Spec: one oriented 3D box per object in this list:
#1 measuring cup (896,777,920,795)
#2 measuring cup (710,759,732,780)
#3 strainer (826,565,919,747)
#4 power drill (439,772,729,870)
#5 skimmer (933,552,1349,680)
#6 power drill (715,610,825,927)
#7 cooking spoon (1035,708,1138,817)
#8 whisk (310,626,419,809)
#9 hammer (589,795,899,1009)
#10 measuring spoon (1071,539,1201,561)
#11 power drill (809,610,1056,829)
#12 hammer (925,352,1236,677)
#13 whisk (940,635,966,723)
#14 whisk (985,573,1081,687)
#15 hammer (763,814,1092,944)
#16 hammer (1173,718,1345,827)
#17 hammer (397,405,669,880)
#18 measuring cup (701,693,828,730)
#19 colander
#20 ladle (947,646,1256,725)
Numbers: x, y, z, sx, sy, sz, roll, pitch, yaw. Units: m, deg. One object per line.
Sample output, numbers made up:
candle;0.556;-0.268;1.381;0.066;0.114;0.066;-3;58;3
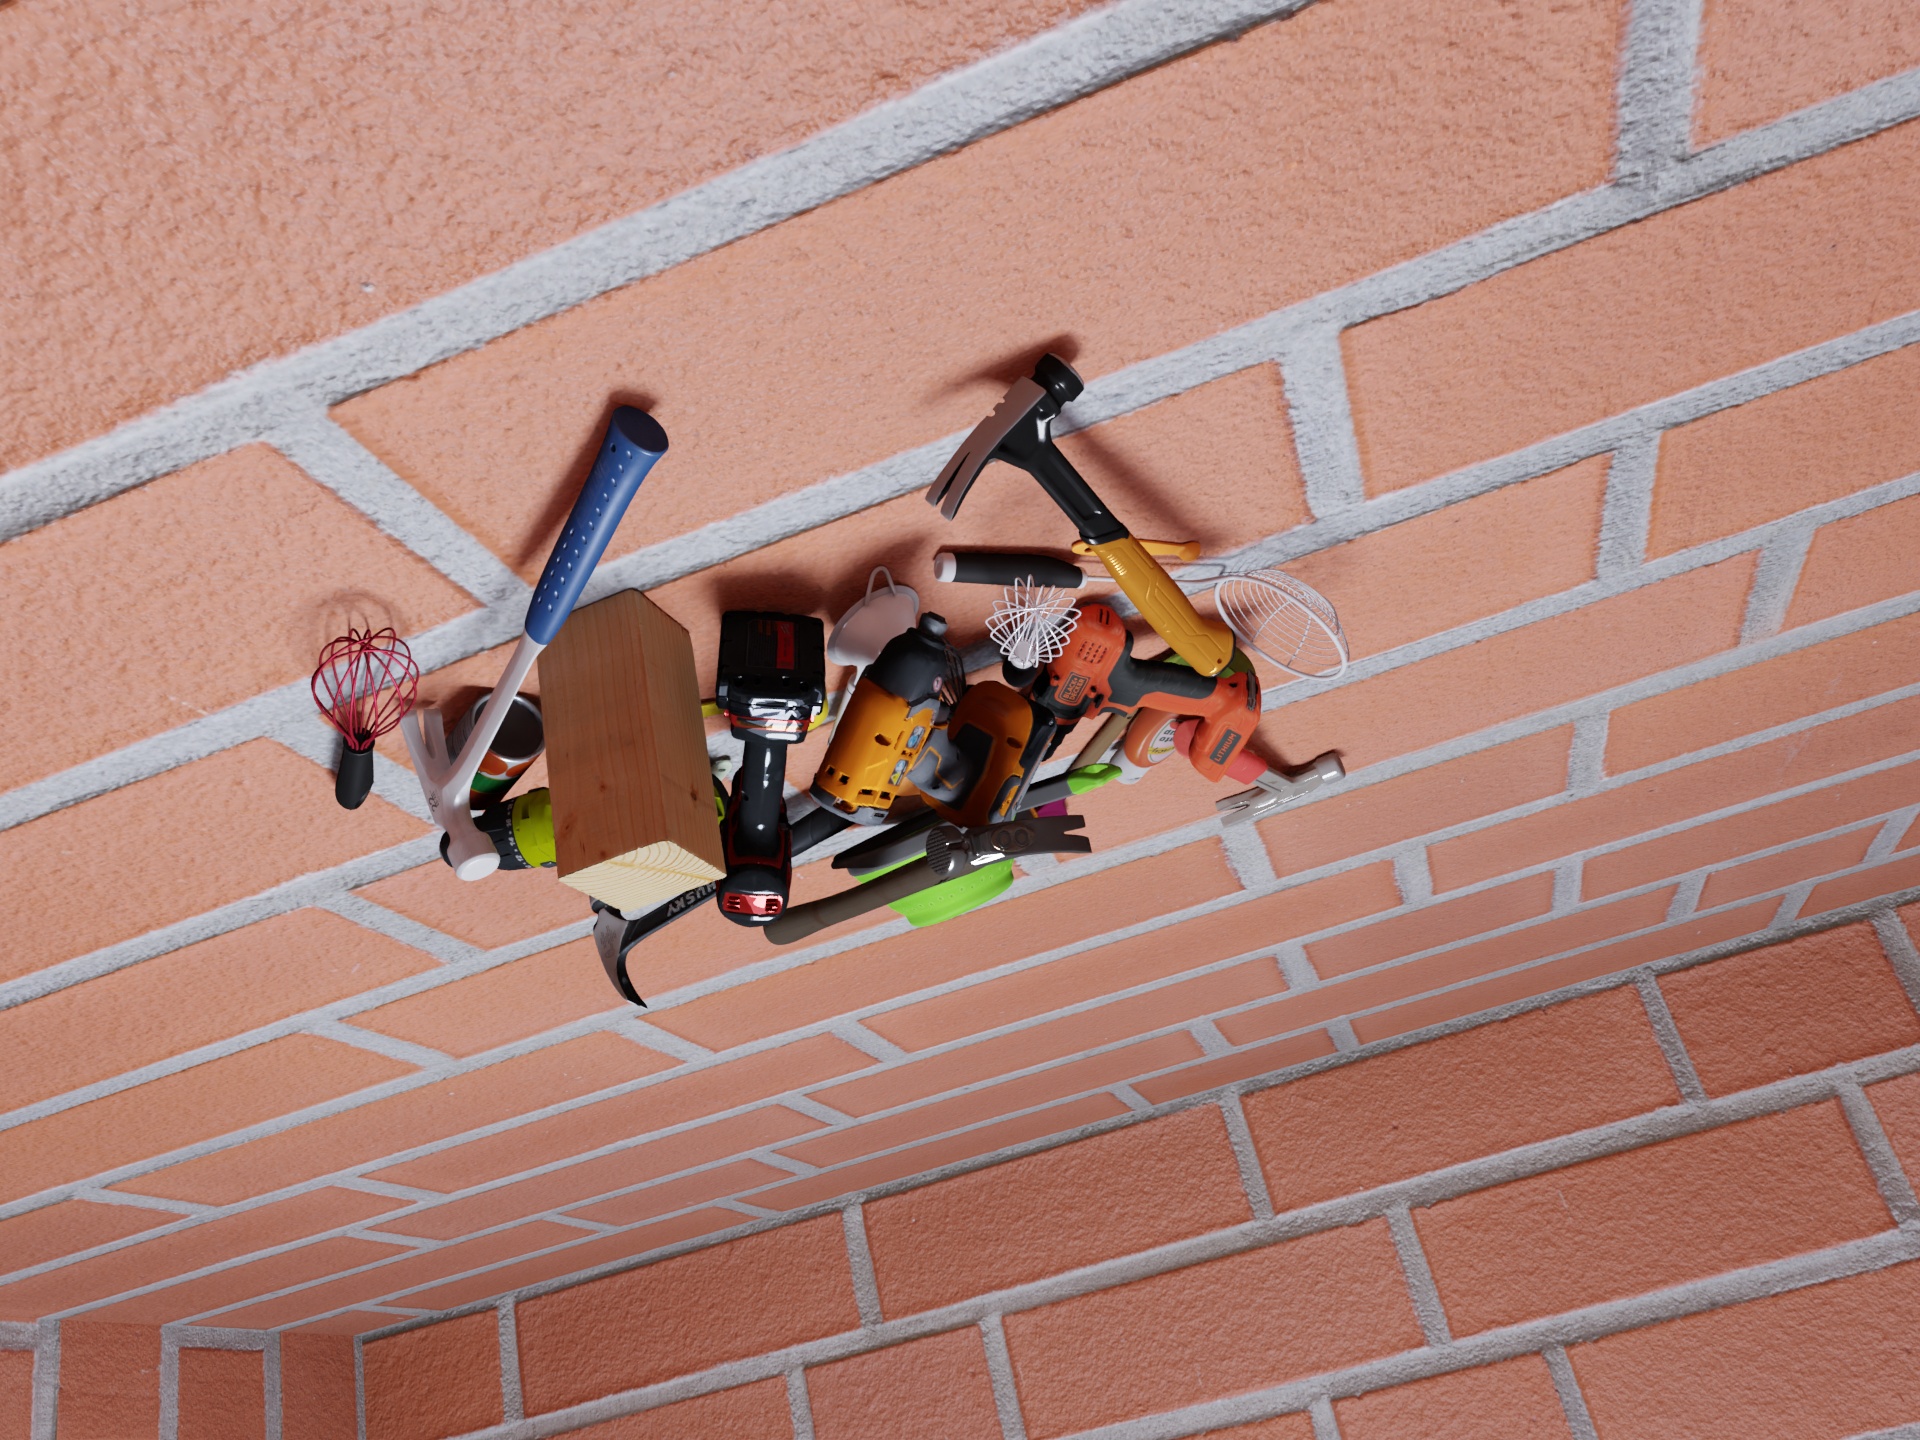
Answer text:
measuring cup;-0.060;0.013;1.360;0.052;0.095;0.173;-11;164;15
measuring cup;-0.247;0.089;1.488;0.083;0.038;0.167;4;150;-31
strainer;-0.080;-0.033;1.310;0.087;0.050;0.258;-24;158;-27
power drill;-0.305;0.089;1.336;0.190;0.080;0.228;-13;173;12
skimmer;0.149;-0.083;1.282;0.363;0.090;0.127;1;179;-24
power drill;-0.157;0.025;1.262;0.080;0.188;0.226;4;122;-8
cooking spoon;0.114;0.061;1.630;0.068;0.017;0.318;-3;152;-22
whisk;-0.456;0.008;1.211;0.073;0.073;0.295;-1;156;-24
hammer;-0.190;0.136;1.532;0.409;0.149;0.036;-30;143;17
measuring spoon;0.141;-0.134;1.266;0.117;0.011;0.021;-1;151;-24
power drill;-0.013;0.006;1.245;0.226;0.084;0.164;15;102;-60
hammer;0.109;-0.115;1.142;0.127;0.034;0.336;-48;136;2
whisk;-0.002;-0.004;1.390;0.055;0.055;0.238;-18;147;9
whisk;0.050;-0.059;1.263;0.070;0.070;0.284;-12;172;-3
hammer;-0.056;0.147;1.398;0.146;0.038;0.410;-4;166;-34
hammer;0.279;0.051;1.613;0.149;0.037;0.358;-25;160;21
hammer;-0.301;-0.059;1.106;0.035;0.144;0.405;-8;147;-44
measuring cup;-0.187;-0.002;1.346;0.156;0.029;0.062;-10;153;-14
colander;0.030;0.119;1.471;0.204;0.094;0.397;-25;-178;-36
ladle;0.109;-0.011;1.445;0.320;0.062;0.078;-14;140;6
